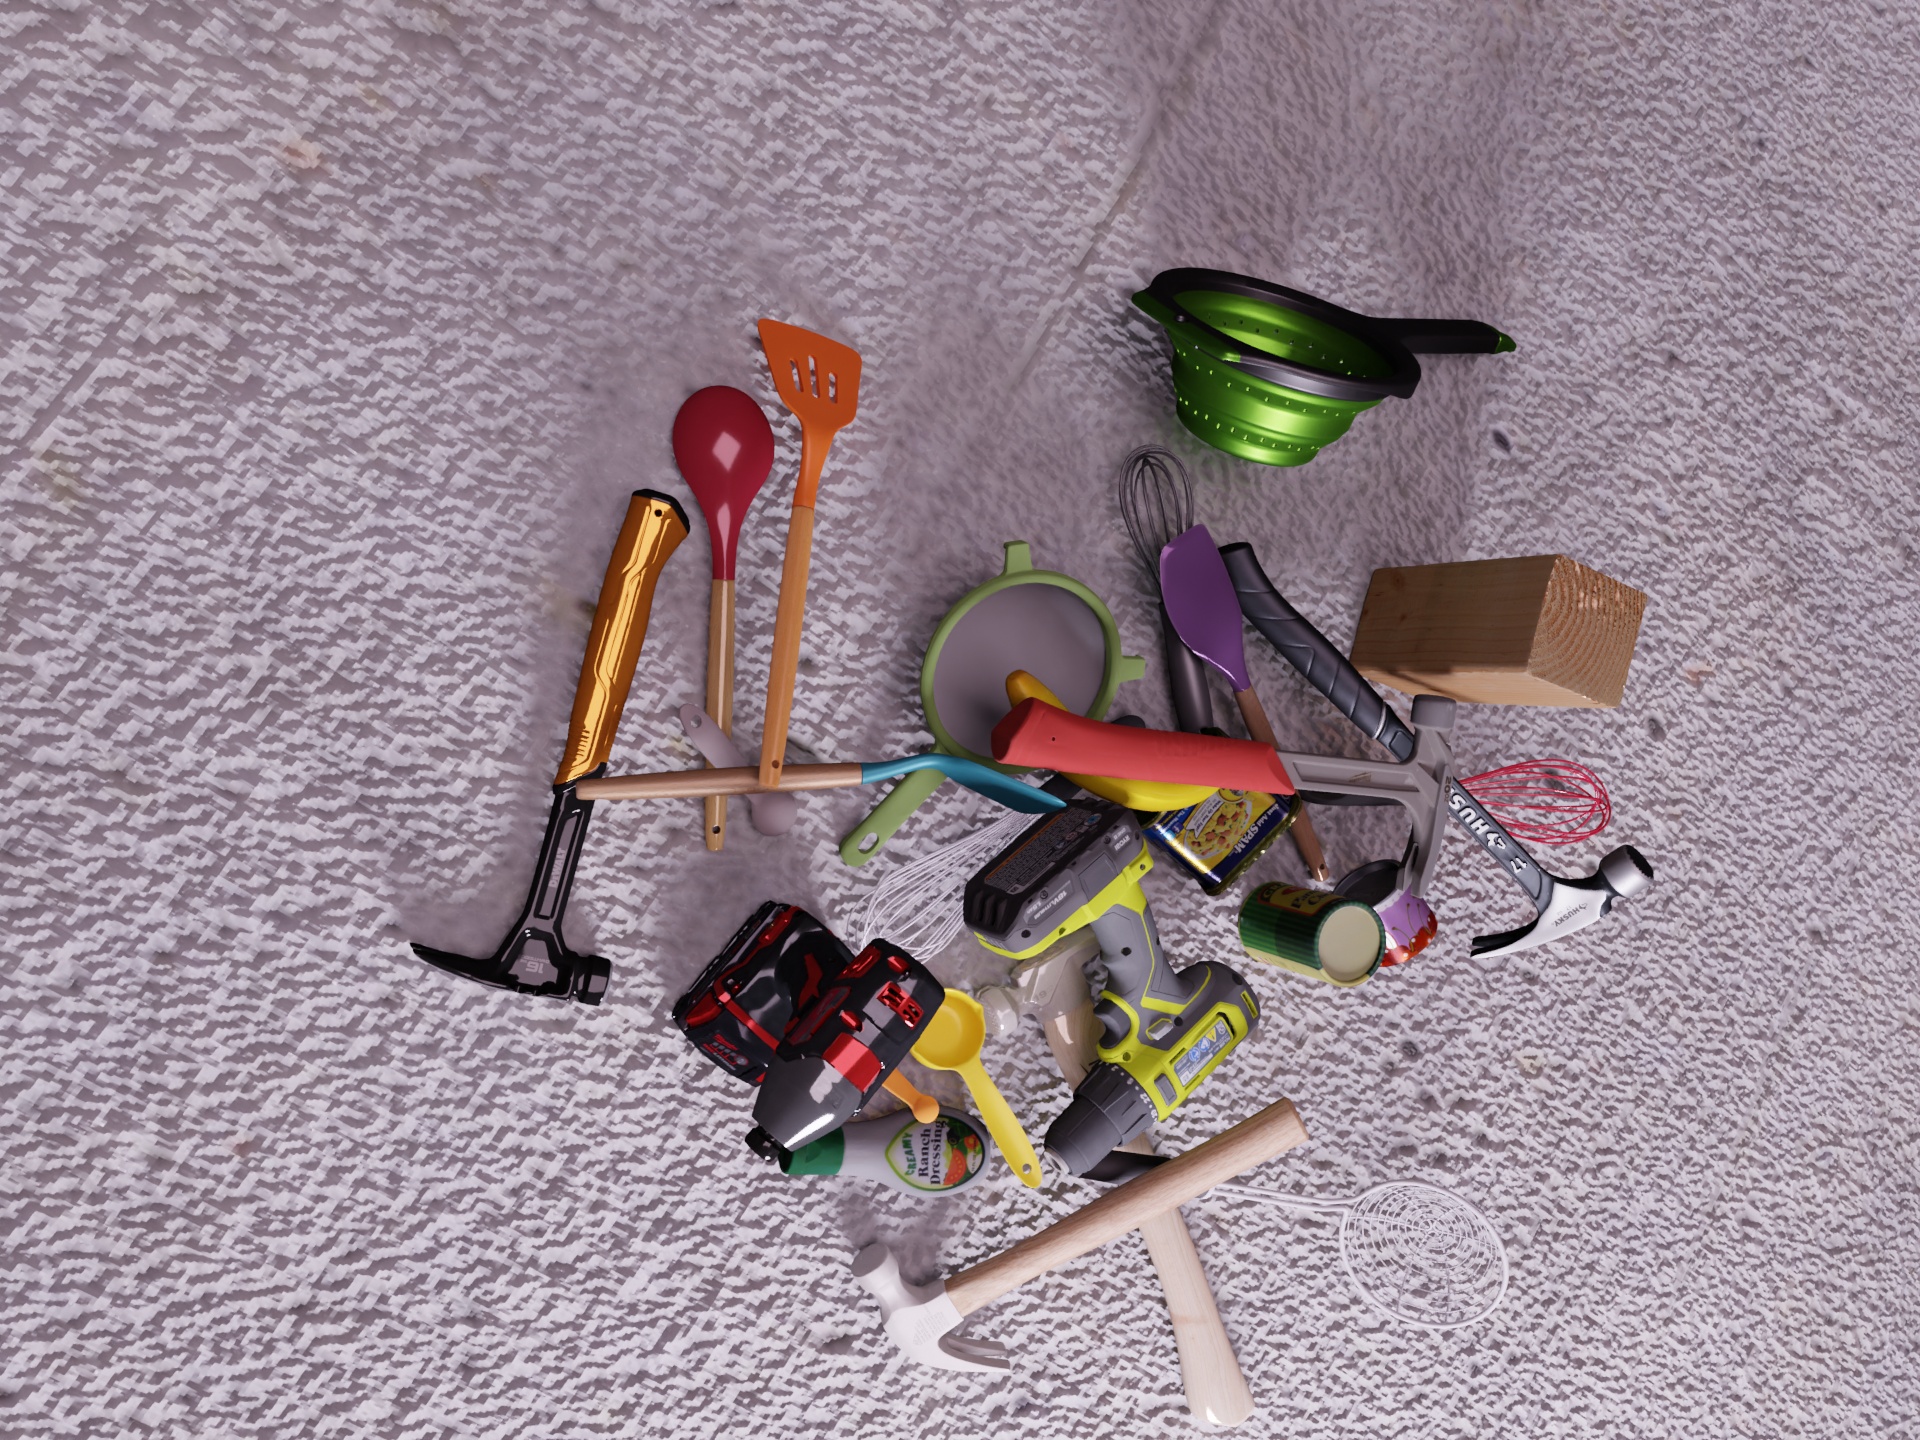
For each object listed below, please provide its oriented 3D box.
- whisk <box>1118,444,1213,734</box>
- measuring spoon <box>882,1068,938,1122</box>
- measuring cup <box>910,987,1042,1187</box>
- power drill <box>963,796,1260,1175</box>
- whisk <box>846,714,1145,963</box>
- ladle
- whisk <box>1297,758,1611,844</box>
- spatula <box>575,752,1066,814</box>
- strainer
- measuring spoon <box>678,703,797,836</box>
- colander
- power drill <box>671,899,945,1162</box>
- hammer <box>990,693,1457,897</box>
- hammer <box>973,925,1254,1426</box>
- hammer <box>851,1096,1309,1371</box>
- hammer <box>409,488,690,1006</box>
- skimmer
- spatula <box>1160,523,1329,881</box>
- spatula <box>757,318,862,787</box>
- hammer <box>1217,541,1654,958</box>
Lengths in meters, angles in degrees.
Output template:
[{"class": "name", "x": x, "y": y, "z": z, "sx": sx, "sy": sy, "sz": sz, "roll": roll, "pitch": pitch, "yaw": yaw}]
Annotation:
[{"class": "whisk", "x": 0.163, "y": -0.089, "z": 1.199, "sx": 0.055, "sy": 0.055, "sz": 0.239, "roll": -17, "pitch": 102, "yaw": -21}, {"class": "measuring spoon", "x": -0.059, "y": 0.239, "z": 1.116, "sx": 0.117, "sy": 0.011, "sz": 0.021, "roll": 43, "pitch": 52, "yaw": -1}, {"class": "measuring cup", "x": 0.012, "y": 0.264, "z": 1.135, "sx": 0.062, "sy": 0.029, "sz": 0.156, "roll": -29, "pitch": 87, "yaw": -24}, {"class": "power drill", "x": 0.098, "y": 0.188, "z": 1.116, "sx": 0.190, "sy": 0.080, "sz": 0.228, "roll": -39, "pitch": 113, "yaw": -22}, {"class": "whisk", "x": 0.034, "y": 0.082, "z": 1.145, "sx": 0.284, "sy": 0.070, "sz": 0.070, "roll": -38, "pitch": 105, "yaw": -22}, {"class": "ladle", "x": -0.162, "y": -0.069, "z": 1.073, "sx": 0.069, "sy": 0.031, "sz": 0.315, "roll": 1, "pitch": 93, "yaw": -16}, {"class": "whisk", "x": 0.403, "y": 0.060, "z": 1.299, "sx": 0.295, "sy": 0.073, "sz": 0.073, "roll": 5, "pitch": 90, "yaw": -16}, {"class": "spatula", "x": -0.091, "y": 0.047, "z": 1.049, "sx": 0.317, "sy": 0.082, "sz": 0.044, "roll": -2, "pitch": 83, "yaw": -15}, {"class": "strainer", "x": -0.002, "y": -0.004, "z": 1.130, "sx": 0.256, "sy": 0.069, "sz": 0.151, "roll": -47, "pitch": 120, "yaw": 4}, {"class": "measuring spoon", "x": -0.148, "y": 0.033, "z": 1.069, "sx": 0.034, "sy": 0.018, "sz": 0.124, "roll": -52, "pitch": 125, "yaw": -23}, {"class": "colander", "x": 0.287, "y": -0.260, "z": 1.215, "sx": 0.397, "sy": 0.205, "sz": 0.094, "roll": -10, "pitch": 131, "yaw": -37}, {"class": "power drill", "x": -0.103, "y": 0.193, "z": 1.001, "sx": 0.078, "sy": 0.220, "sz": 0.143, "roll": 45, "pitch": 76, "yaw": -18}, {"class": "hammer", "x": 0.190, "y": 0.040, "z": 1.113, "sx": 0.359, "sy": 0.037, "sz": 0.149, "roll": 6, "pitch": 96, "yaw": -22}, {"class": "hammer", "x": 0.148, "y": 0.353, "z": 1.212, "sx": 0.146, "sy": 0.038, "sz": 0.410, "roll": -27, "pitch": 102, "yaw": -21}, {"class": "hammer", "x": 0.096, "y": 0.361, "z": 1.133, "sx": 0.331, "sy": 0.031, "sz": 0.130, "roll": -28, "pitch": 109, "yaw": 3}, {"class": "hammer", "x": -0.248, "y": 0.011, "z": 1.030, "sx": 0.127, "sy": 0.034, "sz": 0.337, "roll": 17, "pitch": 87, "yaw": -23}, {"class": "skimmer", "x": 0.243, "y": 0.379, "z": 1.188, "sx": 0.363, "sy": 0.090, "sz": 0.127, "roll": 16, "pitch": 120, "yaw": -22}, {"class": "spatula", "x": 0.222, "y": -0.003, "z": 1.214, "sx": 0.060, "sy": 0.018, "sz": 0.315, "roll": -35, "pitch": 114, "yaw": -17}, {"class": "spatula", "x": -0.110, "y": -0.114, "z": 1.051, "sx": 0.081, "sy": 0.041, "sz": 0.323, "roll": 13, "pitch": 77, "yaw": -30}, {"class": "hammer", "x": 0.332, "y": 0.017, "z": 1.221, "sx": 0.409, "sy": 0.149, "sz": 0.036, "roll": 45, "pitch": 31, "yaw": -2}]
